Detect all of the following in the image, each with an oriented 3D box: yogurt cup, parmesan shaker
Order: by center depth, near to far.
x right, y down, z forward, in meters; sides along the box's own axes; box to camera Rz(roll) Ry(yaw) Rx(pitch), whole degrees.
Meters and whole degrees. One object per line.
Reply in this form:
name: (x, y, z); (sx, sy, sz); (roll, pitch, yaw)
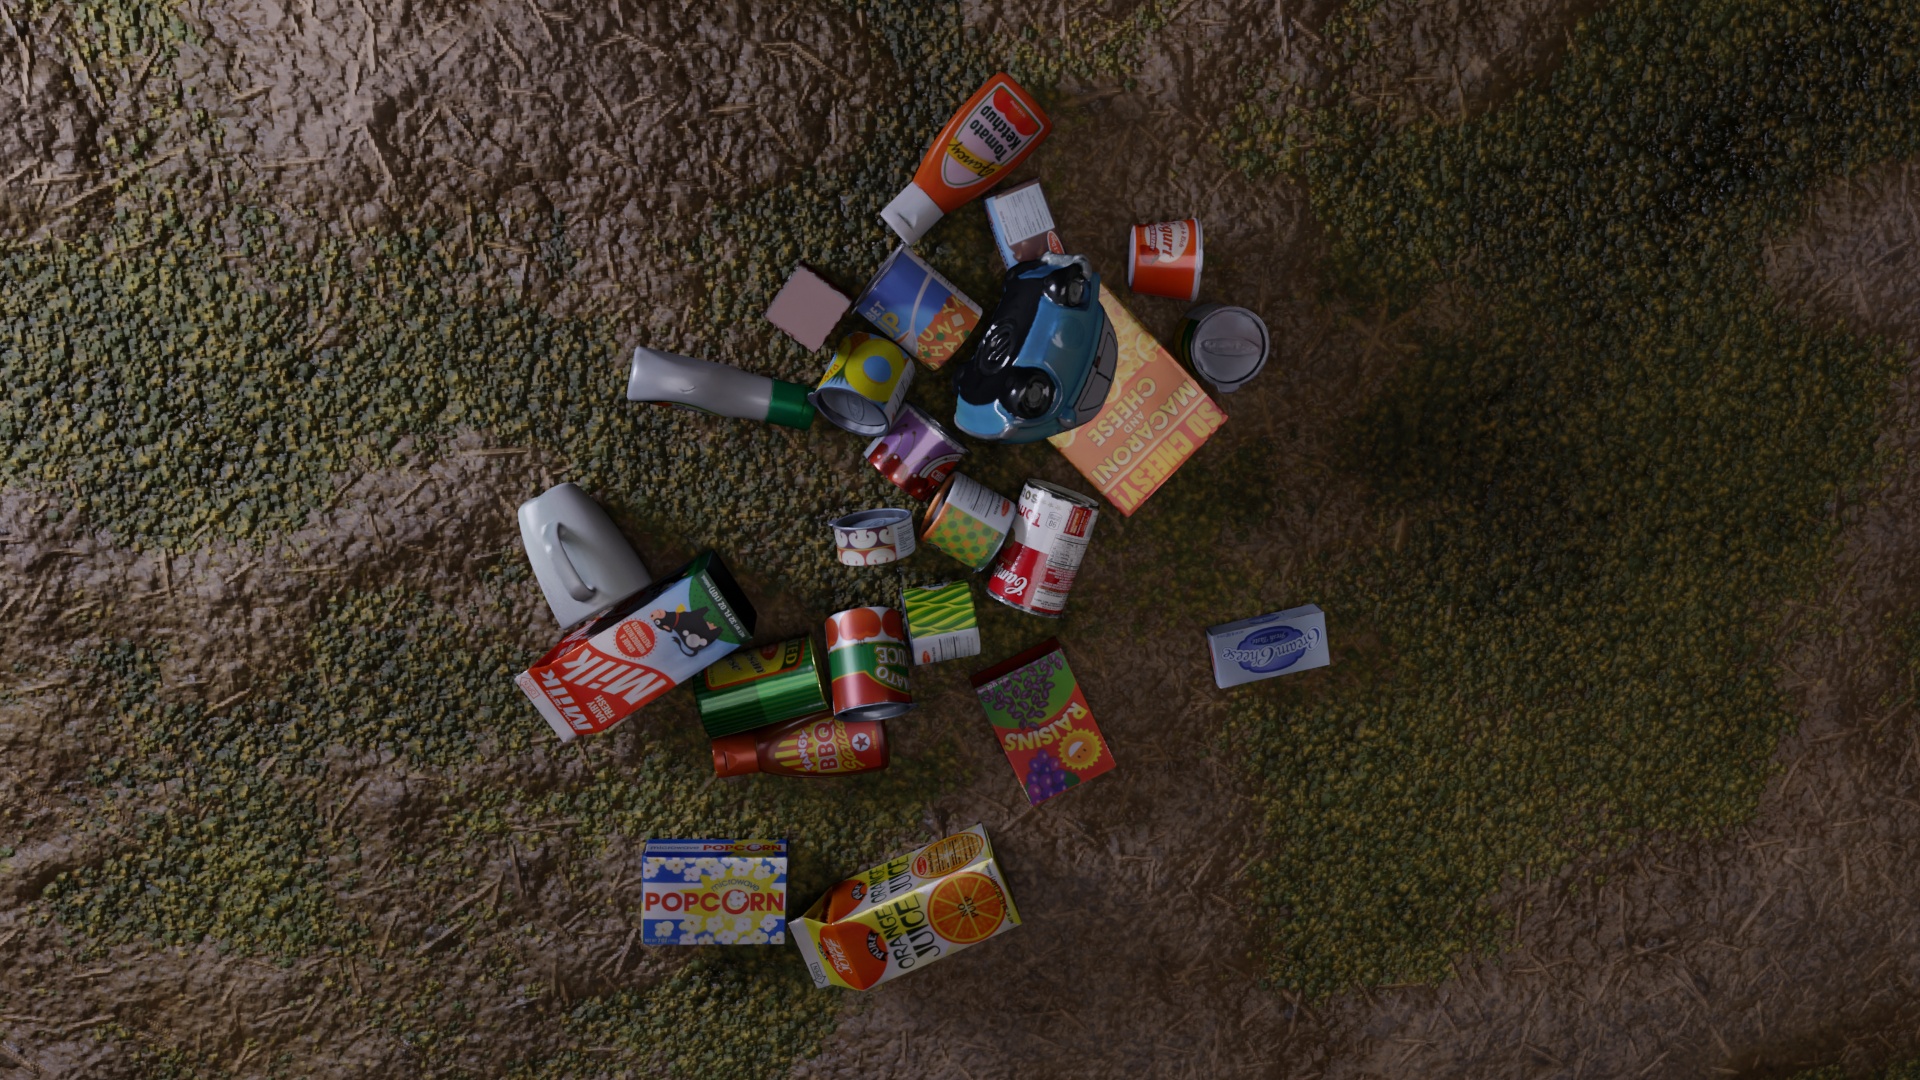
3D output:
yogurt cup: (0.166, -0.229, 1.134); (0.054, 0.072, 0.072); (2, 103, 1)
parmesan shaker: (-0.168, 0.124, 1.169); (0.103, 0.071, 0.071); (-15, 104, -3)

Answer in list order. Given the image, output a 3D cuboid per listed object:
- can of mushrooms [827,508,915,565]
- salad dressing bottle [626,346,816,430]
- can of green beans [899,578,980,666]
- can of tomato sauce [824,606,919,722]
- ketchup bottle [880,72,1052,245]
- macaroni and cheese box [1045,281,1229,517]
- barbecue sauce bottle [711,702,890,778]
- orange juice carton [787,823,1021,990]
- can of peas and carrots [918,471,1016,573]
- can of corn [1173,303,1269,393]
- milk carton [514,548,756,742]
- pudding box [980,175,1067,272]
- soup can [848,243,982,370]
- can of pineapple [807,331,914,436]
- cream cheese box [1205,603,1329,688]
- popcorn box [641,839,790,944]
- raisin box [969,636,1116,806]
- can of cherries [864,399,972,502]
can of mushrooms: (-0.074, -0.003, 1.155); (0.071, 0.071, 0.033); (-9, 105, -4)
salad dressing bottle: (-0.191, -0.120, 1.121); (0.148, 0.064, 0.044); (10, 96, -16)
can of green beans: (-0.017, 0.069, 1.177); (0.058, 0.071, 0.071); (-10, 104, -5)
can of tomato sauce: (-0.075, 0.104, 1.161); (0.071, 0.071, 0.083); (-7, 71, -5)
ketchup bottle: (0.001, -0.300, 1.109); (0.148, 0.043, 0.064); (-44, 103, 5)
macaroni and cheese box: (0.123, -0.121, 1.164); (0.123, 0.040, 0.166); (-45, 102, 5)
barbecue sauce bottle: (-0.137, 0.176, 1.198); (0.149, 0.044, 0.064); (-8, 98, -4)
orange juice carton: (-0.051, 0.330, 1.227); (0.193, 0.073, 0.071); (-23, 104, -1)
can of peas and carrots: (0.004, -0.015, 1.162); (0.059, 0.071, 0.071); (29, 98, -11)
can of corn: (0.216, -0.161, 1.156); (0.071, 0.058, 0.071); (-1, 103, -6)
milk carton: (-0.269, 0.092, 1.150); (0.190, 0.073, 0.072); (-32, 104, 2)
pudding box: (0.054, -0.249, 1.133); (0.050, 0.030, 0.083); (-23, 104, -2)
soup can: (-0.036, -0.185, 1.118); (0.083, 0.071, 0.071); (38, 96, -13)
can of pineapple: (-0.078, -0.127, 1.117); (0.071, 0.070, 0.058); (28, 66, -12)
cream cheese box: (0.274, 0.094, 1.237); (0.104, 0.024, 0.053); (-12, 105, -3)
popcorn box: (-0.215, 0.309, 1.221); (0.127, 0.038, 0.085); (2, 102, -7)
raisin box: (0.072, 0.159, 1.221); (0.086, 0.040, 0.123); (-26, 103, -1)
can of cherries: (-0.035, -0.072, 1.142); (0.071, 0.071, 0.058); (38, 96, -13)
